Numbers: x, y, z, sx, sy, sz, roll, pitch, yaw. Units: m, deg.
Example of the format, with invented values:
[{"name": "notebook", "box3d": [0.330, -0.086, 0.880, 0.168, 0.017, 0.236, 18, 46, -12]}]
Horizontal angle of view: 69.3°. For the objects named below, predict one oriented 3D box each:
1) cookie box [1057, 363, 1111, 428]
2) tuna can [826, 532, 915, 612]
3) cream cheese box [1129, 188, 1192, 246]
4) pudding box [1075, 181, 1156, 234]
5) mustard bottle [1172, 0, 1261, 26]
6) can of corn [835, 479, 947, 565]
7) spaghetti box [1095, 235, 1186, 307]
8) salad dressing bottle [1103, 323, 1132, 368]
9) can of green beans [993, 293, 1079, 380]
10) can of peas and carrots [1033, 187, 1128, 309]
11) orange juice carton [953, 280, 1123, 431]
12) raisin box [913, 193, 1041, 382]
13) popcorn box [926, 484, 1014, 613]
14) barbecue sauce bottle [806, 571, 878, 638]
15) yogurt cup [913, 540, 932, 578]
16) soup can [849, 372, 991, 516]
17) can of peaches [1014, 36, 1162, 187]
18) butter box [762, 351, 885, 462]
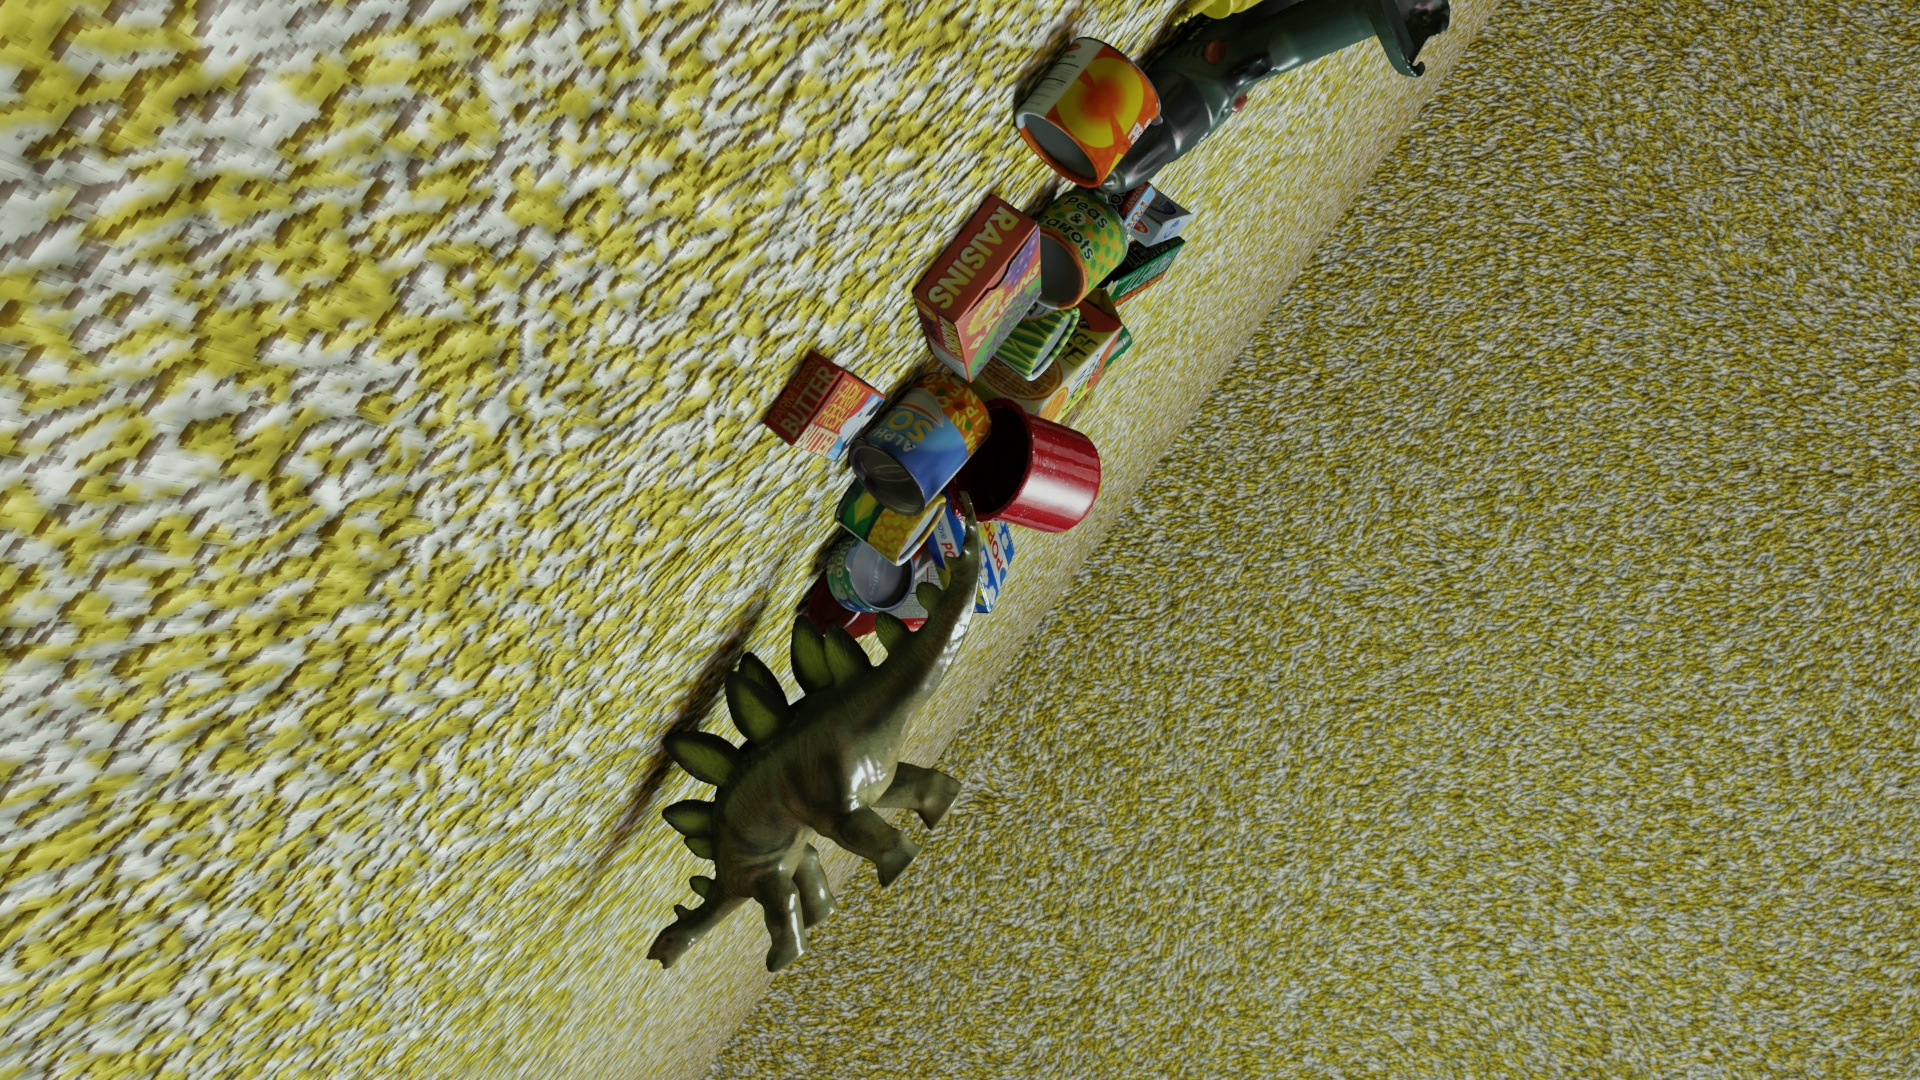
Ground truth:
[{"name": "cookie box", "box3d": [0.100, -0.153, 1.373, 0.122, 0.040, 0.168, -57, 170, 24]}, {"name": "tuna can", "box3d": [-0.073, 0.024, 1.098, 0.033, 0.071, 0.071, -4, -145, 48]}, {"name": "cream cheese box", "box3d": [0.156, -0.275, 1.165, 0.024, 0.053, 0.104, -56, 170, 27]}, {"name": "pudding box", "box3d": [0.103, -0.242, 1.043, 0.083, 0.050, 0.030, -55, 169, 12]}, {"name": "mustard bottle", "box3d": [0.195, -0.390, 0.916, 0.160, 0.065, 0.048, -47, 173, -14]}, {"name": "can of corn", "box3d": [-0.051, -0.025, 1.054, 0.071, 0.058, 0.071, -51, 171, -12]}, {"name": "spaghetti box", "box3d": [0.154, -0.251, 1.318, 0.050, 0.029, 0.251, -58, 169, 33]}, {"name": "salad dressing bottle", "box3d": [0.088, -0.144, 1.242, 0.148, 0.044, 0.064, -40, -161, -11]}, {"name": "can of green beans", "box3d": [0.047, -0.161, 1.035, 0.071, 0.058, 0.071, -51, 170, -12]}, {"name": "can of peas and carrots", "box3d": [0.077, -0.208, 0.987, 0.059, 0.071, 0.070, -46, 168, -32]}, {"name": "orange juice carton", "box3d": [0.068, -0.147, 1.144, 0.194, 0.073, 0.071, -46, 166, -39]}, {"name": "raisin box", "box3d": [0.014, -0.164, 0.923, 0.086, 0.040, 0.123, -51, 170, -6]}, {"name": "popcorn box", "box3d": [0.004, -0.014, 1.143, 0.085, 0.038, 0.126, -66, 146, -49]}, {"name": "barbecue sauce bottle", "box3d": [-0.093, 0.057, 1.191, 0.065, 0.044, 0.148, -57, 172, -6]}, {"name": "yogurt cup", "box3d": [-0.049, -0.001, 1.164, 0.072, 0.054, 0.072, -50, 169, -13]}, {"name": "soup can", "box3d": [-0.029, -0.071, 0.982, 0.084, 0.071, 0.071, -49, 170, -27]}, {"name": "can of peaches", "box3d": [0.076, -0.250, 0.818, 0.058, 0.071, 0.071, -51, 170, -6]}, {"name": "butter box", "box3d": [-0.079, -0.078, 0.828, 0.053, 0.024, 0.103, -53, 171, 4]}]
